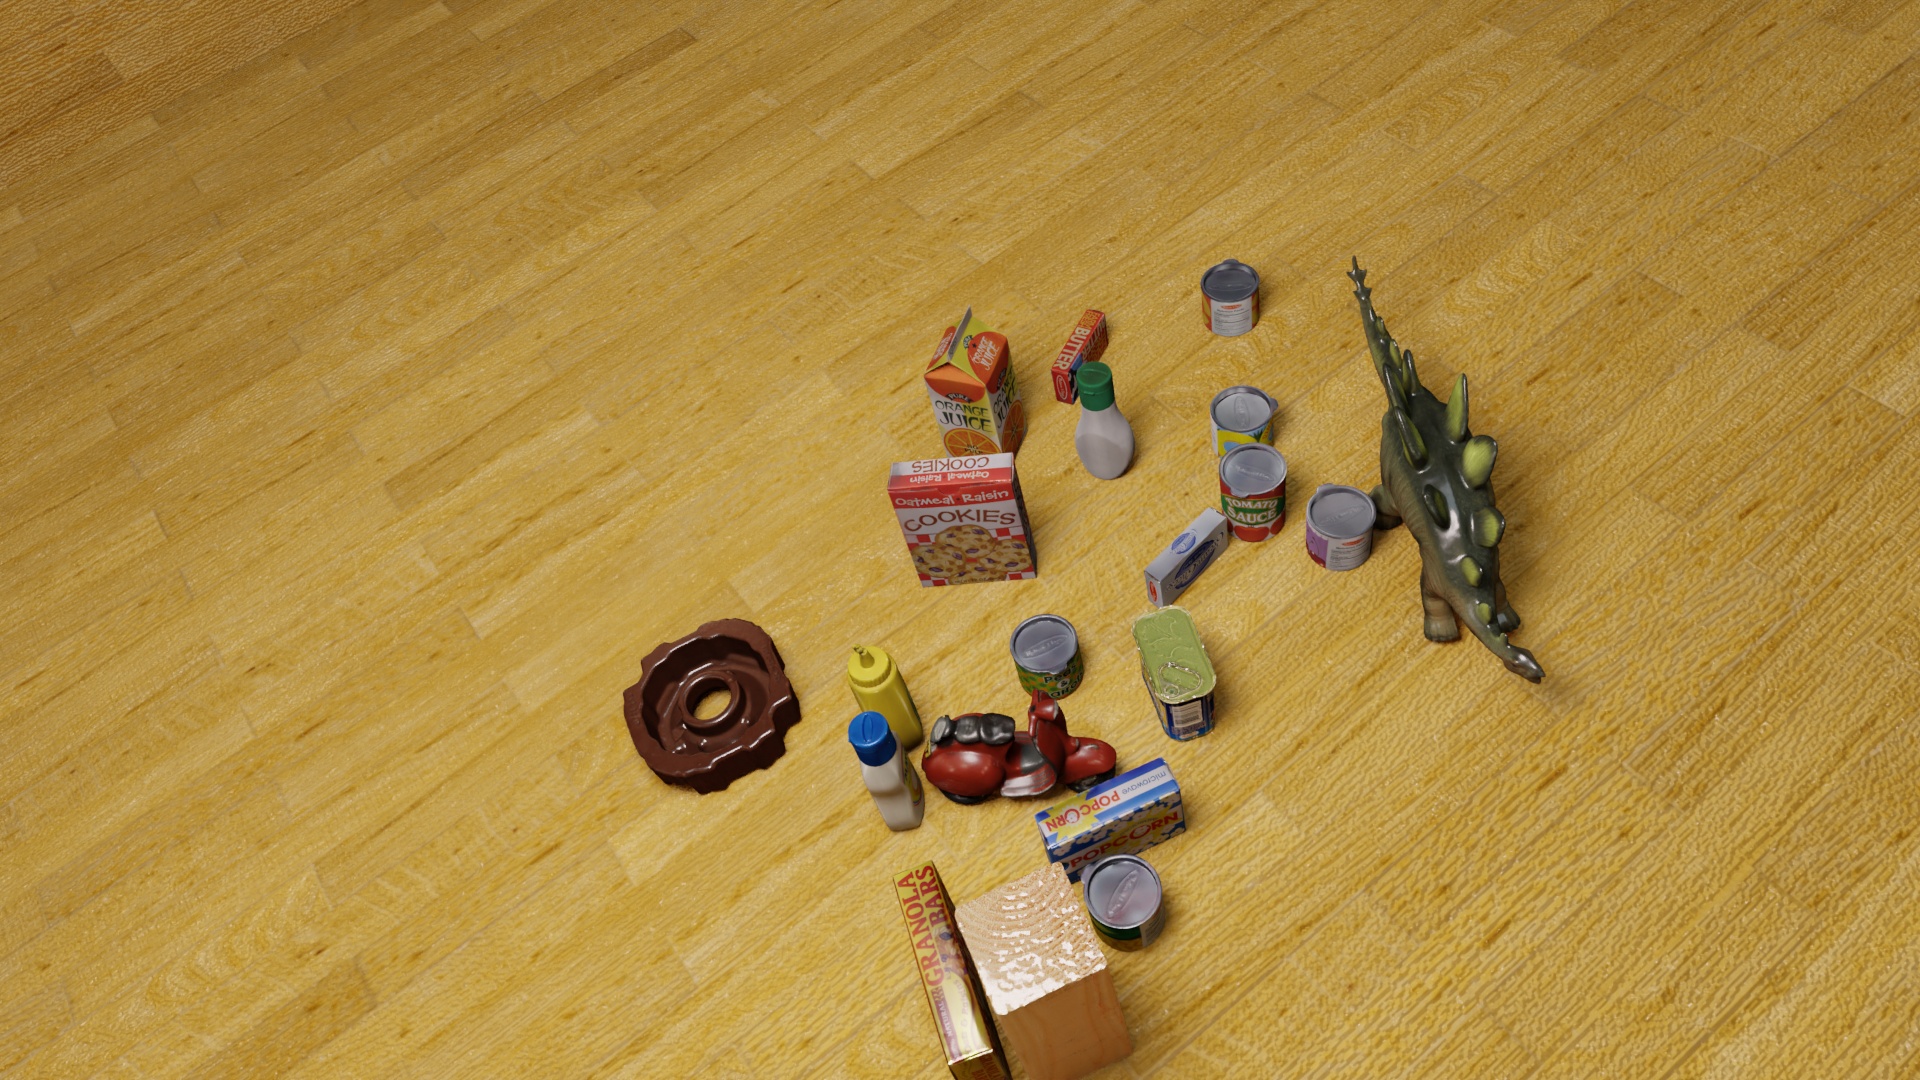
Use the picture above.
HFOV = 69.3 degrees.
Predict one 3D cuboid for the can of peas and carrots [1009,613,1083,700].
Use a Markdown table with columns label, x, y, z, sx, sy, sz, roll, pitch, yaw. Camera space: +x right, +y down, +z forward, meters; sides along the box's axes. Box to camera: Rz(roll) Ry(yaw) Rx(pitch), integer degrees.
| label | x | y | z | sx | sy | sz | roll | pitch | yaw |
| --- | --- | --- | --- | --- | --- | --- | --- | --- | --- |
| can of peas and carrots | 0.086 | 0.116 | 1.350 | 0.071 | 0.058 | 0.071 | -6 | 53 | 8 |

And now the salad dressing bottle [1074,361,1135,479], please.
| label | x | y | z | sx | sy | sz | roll | pitch | yaw |
| --- | --- | --- | --- | --- | --- | --- | --- | --- | --- |
| salad dressing bottle | 0.149 | -0.126 | 1.462 | 0.064 | 0.147 | 0.044 | 13 | 58 | 21 |

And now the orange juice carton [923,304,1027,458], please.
| label | x | y | z | sx | sy | sz | roll | pitch | yaw |
| --- | --- | --- | --- | --- | --- | --- | --- | --- | --- |
| orange juice carton | 0.015 | -0.161 | 1.490 | 0.073 | 0.191 | 0.072 | 11 | 57 | 20 |

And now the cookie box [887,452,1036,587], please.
| label | x | y | z | sx | sy | sz | roll | pitch | yaw |
| --- | --- | --- | --- | --- | --- | --- | --- | --- | --- |
| cookie box | 0.005 | -0.018 | 1.400 | 0.123 | 0.166 | 0.040 | -5 | 53 | 9 |

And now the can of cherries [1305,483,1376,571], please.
| label | x | y | z | sx | sy | sz | roll | pitch | yaw |
| --- | --- | --- | --- | --- | --- | --- | --- | --- | --- |
| can of cherries | 0.377 | -0.014 | 1.383 | 0.071 | 0.058 | 0.072 | -6 | 53 | 8 |

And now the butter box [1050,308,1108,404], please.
| label | x | y | z | sx | sy | sz | roll | pitch | yaw |
| --- | --- | --- | --- | --- | --- | --- | --- | --- | --- |
| butter box | 0.137 | -0.211 | 1.589 | 0.024 | 0.053 | 0.104 | 17 | 59 | 24 |

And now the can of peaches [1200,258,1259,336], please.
| label | x | y | z | sx | sy | sz | roll | pitch | yaw |
| --- | --- | --- | --- | --- | --- | --- | --- | --- | --- |
| can of peaches | 0.311 | -0.279 | 1.598 | 0.071 | 0.057 | 0.071 | -6 | 53 | 8 |

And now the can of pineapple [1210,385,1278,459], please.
| label | x | y | z | sx | sy | sz | roll | pitch | yaw |
| --- | --- | --- | --- | --- | --- | --- | --- | --- | --- |
| can of pineapple | 0.302 | -0.122 | 1.482 | 0.071 | 0.057 | 0.071 | -6 | 53 | 8 |

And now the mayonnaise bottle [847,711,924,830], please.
| label | x | y | z | sx | sy | sz | roll | pitch | yaw |
| --- | --- | --- | --- | --- | --- | --- | --- | --- | --- |
| mayonnaise bottle | -0.067 | 0.206 | 1.259 | 0.041 | 0.147 | 0.065 | -9 | 52 | 6 |

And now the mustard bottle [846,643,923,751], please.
| label | x | y | z | sx | sy | sz | roll | pitch | yaw |
| --- | --- | --- | --- | --- | --- | --- | --- | --- | --- |
| mustard bottle | -0.075 | 0.141 | 1.302 | 0.049 | 0.159 | 0.065 | -26 | 52 | -7 |

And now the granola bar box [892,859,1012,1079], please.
| label | x | y | z | sx | sy | sz | roll | pitch | yaw |
| --- | --- | --- | --- | --- | --- | --- | --- | --- | --- |
| granola bar box | -0.006 | 0.365 | 1.141 | 0.039 | 0.123 | 0.166 | -20 | 52 | -2 |

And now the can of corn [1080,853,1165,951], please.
| label | x | y | z | sx | sy | sz | roll | pitch | yaw |
| --- | --- | --- | --- | --- | --- | --- | --- | --- | --- |
| can of corn | 0.139 | 0.310 | 1.191 | 0.071 | 0.058 | 0.071 | -6 | 53 | 8 |

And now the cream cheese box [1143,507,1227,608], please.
| label | x | y | z | sx | sy | sz | roll | pitch | yaw |
| --- | --- | --- | --- | --- | --- | --- | --- | --- | --- |
| cream cheese box | 0.227 | 0.018 | 1.395 | 0.104 | 0.053 | 0.024 | -42 | 56 | -19 |

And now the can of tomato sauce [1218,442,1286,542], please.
| label | x | y | z | sx | sy | sz | roll | pitch | yaw |
| --- | --- | --- | --- | --- | --- | --- | --- | --- | --- |
| can of tomato sauce | 0.297 | -0.046 | 1.410 | 0.071 | 0.082 | 0.071 | -6 | 53 | 8 |

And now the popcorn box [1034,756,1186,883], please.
| label | x | y | z | sx | sy | sz | roll | pitch | yaw |
| --- | --- | --- | --- | --- | --- | --- | --- | --- | --- |
| popcorn box | 0.133 | 0.249 | 1.222 | 0.127 | 0.084 | 0.038 | -23 | 52 | -5 |
